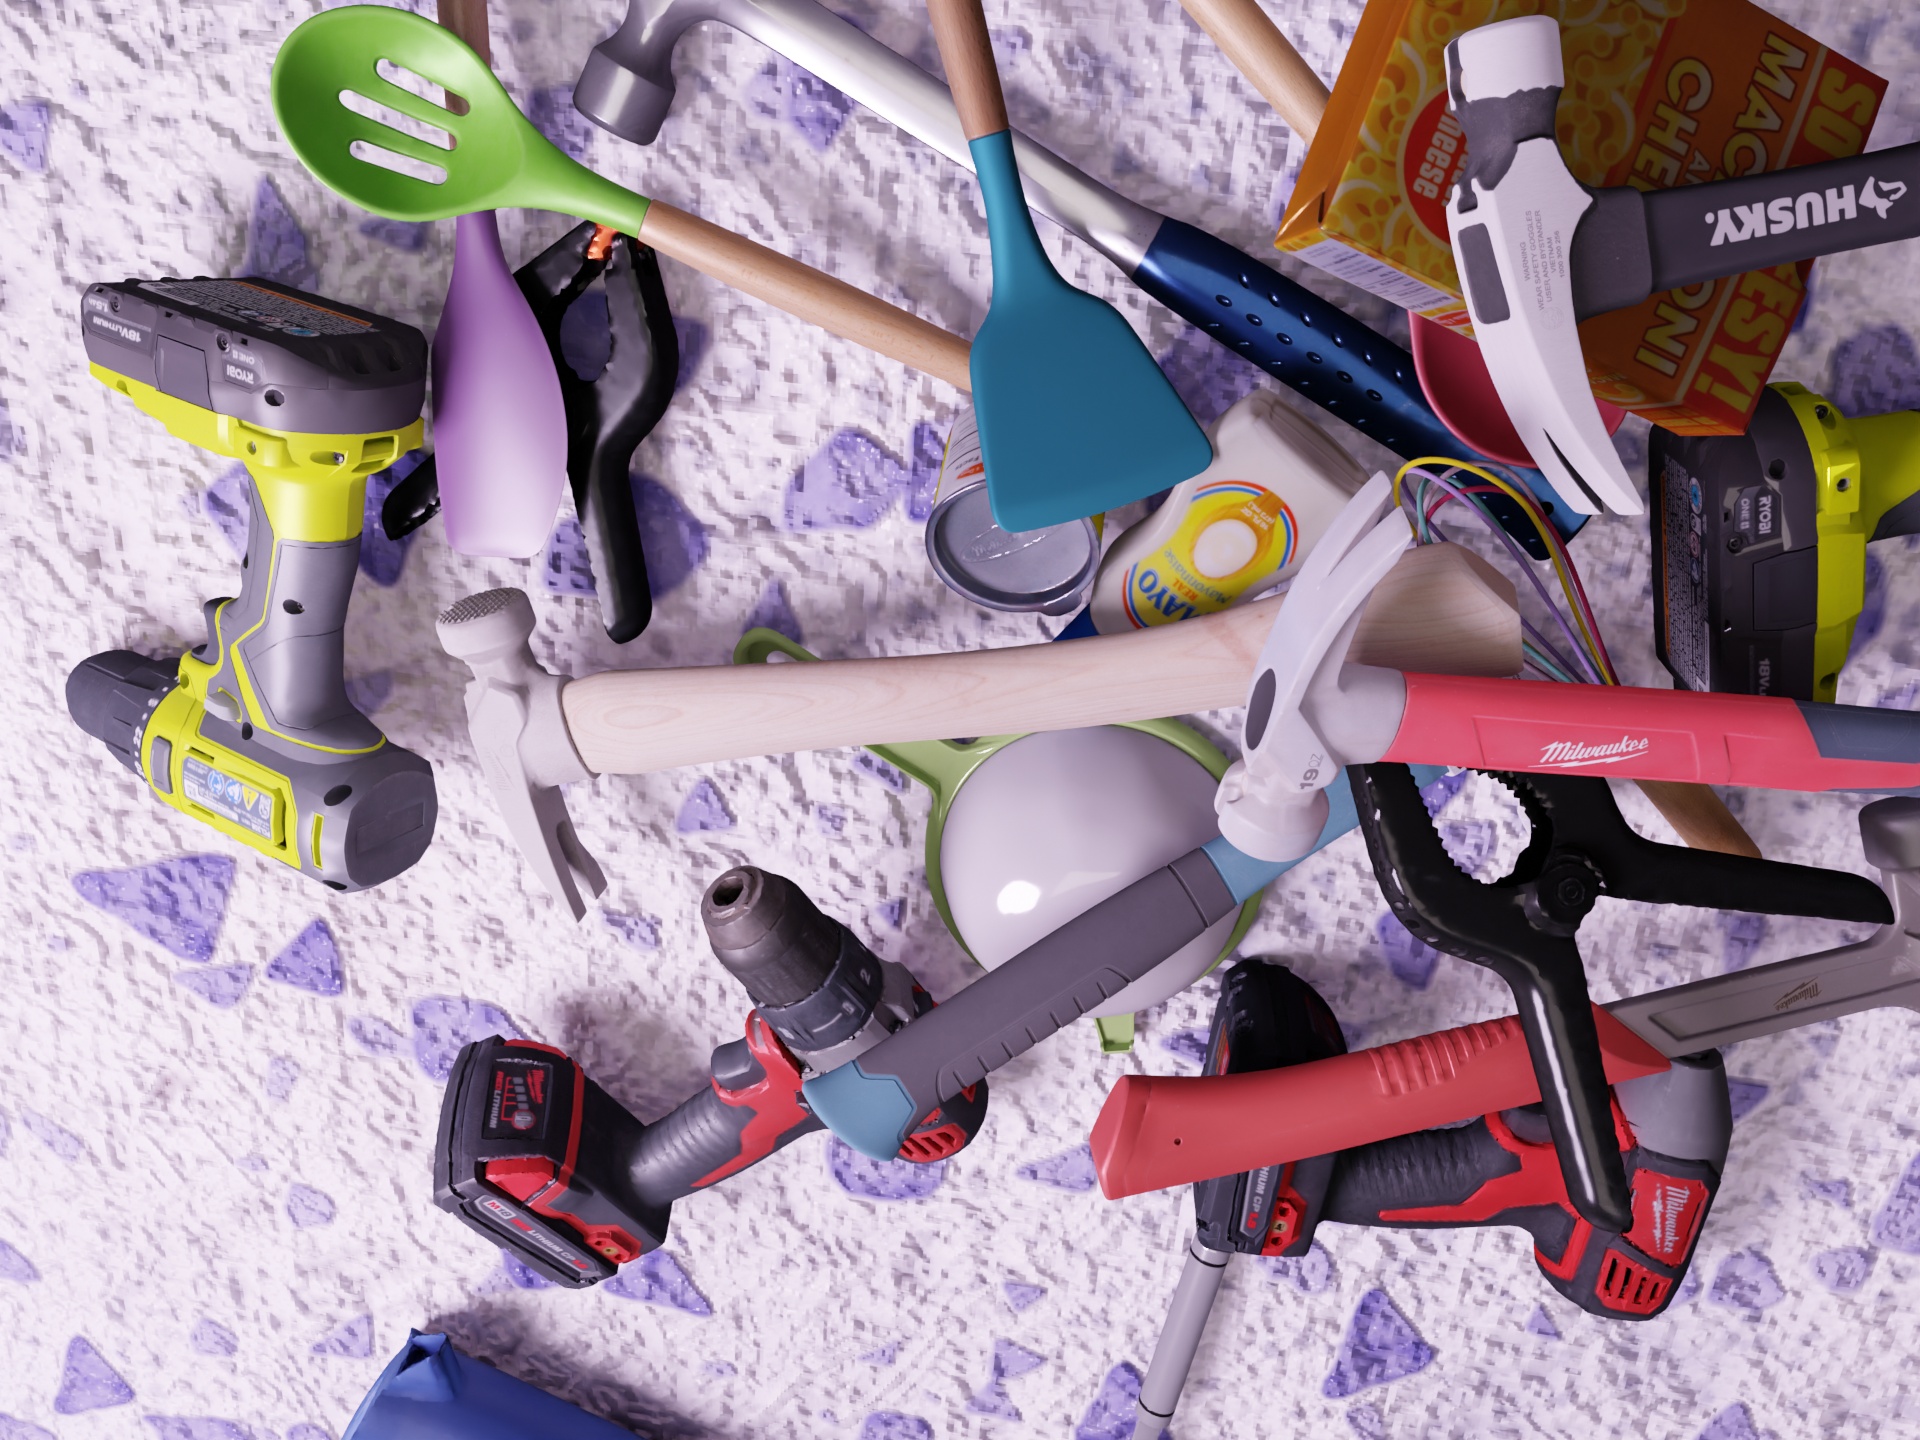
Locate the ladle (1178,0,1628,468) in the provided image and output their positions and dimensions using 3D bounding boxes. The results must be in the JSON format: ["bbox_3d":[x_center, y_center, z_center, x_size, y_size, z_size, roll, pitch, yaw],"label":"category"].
[{"bbox_3d":[0.114,-0.207,0.534,0.069,0.031,0.315,-44,103,10],"label":"ladle"}]

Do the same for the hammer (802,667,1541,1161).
[{"bbox_3d":[0.090,0.070,0.623,0.331,0.033,0.128,-32,101,-6],"label":"hammer"}]

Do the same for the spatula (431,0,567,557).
[{"bbox_3d":[-0.181,-0.218,0.596,0.060,0.018,0.316,3,104,16],"label":"spatula"}]

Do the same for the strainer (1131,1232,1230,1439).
[{"bbox_3d":[0.096,0.350,0.796,0.087,0.050,0.258,14,107,-4],"label":"strainer"}]

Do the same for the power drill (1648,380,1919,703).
[{"bbox_3d":[0.376,-0.062,0.572,0.223,0.080,0.171,-9,115,9],"label":"power drill"}]

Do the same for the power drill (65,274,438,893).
[{"bbox_3d":[-0.299,-0.059,0.655,0.191,0.080,0.228,21,114,23],"label":"power drill"}]

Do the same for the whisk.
[{"bbox_3d":[0.243,-0.013,0.607,0.047,0.051,0.244,-30,118,34],"label":"whisk"}]

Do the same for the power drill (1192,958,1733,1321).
[{"bbox_3d":[0.218,0.178,0.692,0.219,0.079,0.143,9,113,1],"label":"power drill"}]

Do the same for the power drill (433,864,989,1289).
[{"bbox_3d":[-0.120,0.156,0.700,0.226,0.080,0.187,-23,131,14],"label":"power drill"}]

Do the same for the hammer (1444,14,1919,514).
[{"bbox_3d":[0.314,-0.164,0.499,0.334,0.035,0.146,-13,100,-10],"label":"hammer"}]

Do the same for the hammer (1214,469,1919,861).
[{"bbox_3d":[0.289,-0.002,0.532,0.386,0.038,0.143,4,134,-9],"label":"hammer"}]

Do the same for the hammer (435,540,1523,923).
[{"bbox_3d":[-0.001,-0.002,0.609,0.410,0.038,0.146,-6,115,18],"label":"hammer"}]

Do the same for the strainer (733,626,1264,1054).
[{"bbox_3d":[0.011,0.043,0.667,0.256,0.069,0.151,32,112,-7],"label":"strainer"}]

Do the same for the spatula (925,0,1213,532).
[{"bbox_3d":[0.006,-0.225,0.535,0.082,0.044,0.317,-18,107,-3],"label":"spatula"}]

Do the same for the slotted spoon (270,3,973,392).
[{"bbox_3d":[-0.094,-0.174,0.592,0.313,0.031,0.070,21,96,-13],"label":"slotted spoon"}]

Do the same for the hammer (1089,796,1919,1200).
[{"bbox_3d":[0.230,0.141,0.628,0.359,0.037,0.149,-13,96,-2],"label":"hammer"}]

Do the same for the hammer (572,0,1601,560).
[{"bbox_3d":[0.063,-0.186,0.587,0.405,0.035,0.144,30,113,-5],"label":"hammer"}]
